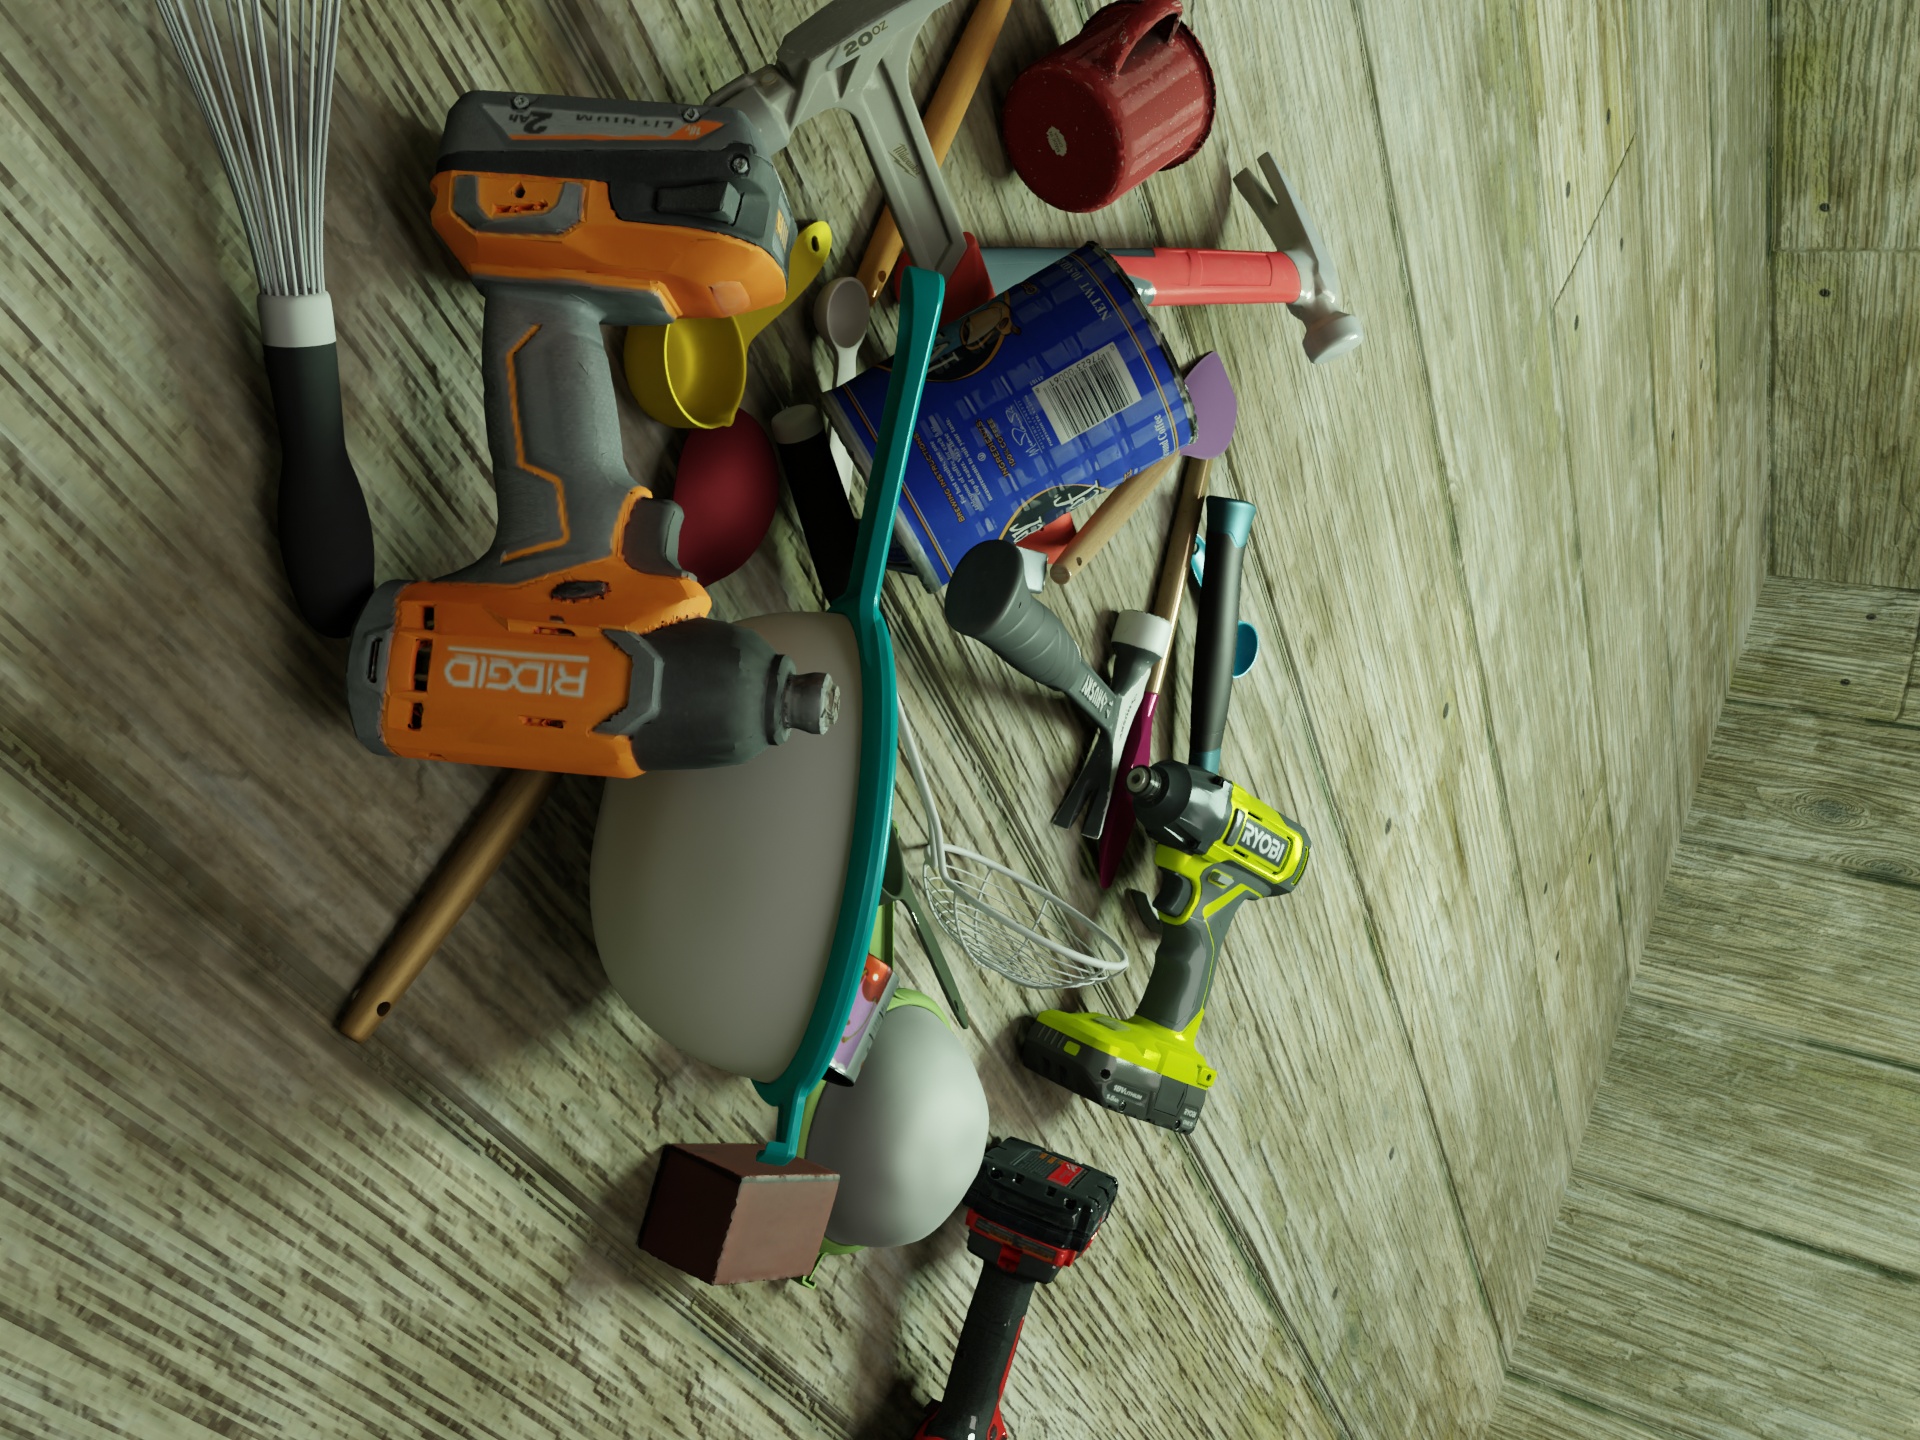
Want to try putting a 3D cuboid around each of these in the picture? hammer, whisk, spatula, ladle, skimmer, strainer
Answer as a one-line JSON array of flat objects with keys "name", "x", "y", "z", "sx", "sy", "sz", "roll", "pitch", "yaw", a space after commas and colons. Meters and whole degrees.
[{"name": "hammer", "x": 0.101, "y": -0.270, "z": 0.921, "sx": 0.386, "sy": 0.038, "sz": 0.143, "roll": -16, "pitch": 80, "yaw": -45}, {"name": "whisk", "x": -0.215, "y": -0.161, "z": 0.505, "sx": 0.070, "sy": 0.070, "sz": 0.284, "roll": -28, "pitch": 126, "yaw": -49}, {"name": "hammer", "x": 0.012, "y": -0.193, "z": 0.764, "sx": 0.149, "sy": 0.037, "sz": 0.358, "roll": -31, "pitch": 147, "yaw": -1}, {"name": "spatula", "x": 0.121, "y": -0.155, "z": 0.977, "sx": 0.316, "sy": 0.018, "sz": 0.059, "roll": -49, "pitch": 119, "yaw": -50}, {"name": "hammer", "x": 0.054, "y": -0.022, "z": 0.844, "sx": 0.408, "sy": 0.036, "sz": 0.149, "roll": 29, "pitch": 78, "yaw": -74}, {"name": "spatula", "x": 0.017, "y": -0.345, "z": 0.797, "sx": 0.080, "sy": 0.041, "sz": 0.323, "roll": 39, "pitch": 68, "yaw": -50}, {"name": "ladle", "x": -0.156, "y": -0.007, "z": 0.656, "sx": 0.315, "sy": 0.031, "sz": 0.069, "roll": -60, "pitch": 145, "yaw": -23}, {"name": "skimmer", "x": -0.001, "y": -0.003, "z": 0.813, "sx": 0.090, "sy": 0.127, "sz": 0.363, "roll": -27, "pitch": 121, "yaw": -15}, {"name": "strainer", "x": -0.025, "y": 0.178, "z": 0.858, "sx": 0.151, "sy": 0.069, "sz": 0.256, "roll": -22, "pitch": 118, "yaw": -51}, {"name": "hammer", "x": 0.173, "y": 0.005, "z": 1.114, "sx": 0.128, "sy": 0.033, "sz": 0.331, "roll": -23, "pitch": 121, "yaw": -51}, {"name": "strainer", "x": -0.085, "y": -0.014, "z": 0.628, "sx": 0.095, "sy": 0.211, "sz": 0.340, "roll": 9, "pitch": 107, "yaw": -16}]

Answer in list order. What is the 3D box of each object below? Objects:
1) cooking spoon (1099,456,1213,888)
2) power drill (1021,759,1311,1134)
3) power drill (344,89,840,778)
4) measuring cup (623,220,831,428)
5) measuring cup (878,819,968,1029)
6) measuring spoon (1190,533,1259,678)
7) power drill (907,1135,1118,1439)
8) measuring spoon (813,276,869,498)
[{"name": "cooking spoon", "x": 0.131, "y": -0.043, "z": 1.068, "sx": 0.068, "sy": 0.017, "sz": 0.319, "roll": 26, "pitch": 77, "yaw": -71}, {"name": "power drill", "x": 0.132, "y": 0.142, "z": 1.039, "sx": 0.171, "sy": 0.080, "sz": 0.223, "roll": 29, "pitch": 81, "yaw": -42}, {"name": "power drill", "x": -0.115, "y": -0.093, "z": 0.556, "sx": 0.084, "sy": 0.164, "sz": 0.226, "roll": 60, "pitch": 36, "yaw": -83}, {"name": "measuring cup", "x": -0.099, "y": -0.181, "z": 0.698, "sx": 0.157, "sy": 0.029, "sz": 0.062, "roll": -61, "pitch": 144, "yaw": -44}, {"name": "measuring cup", "x": -0.042, "y": 0.095, "z": 0.798, "sx": 0.083, "sy": 0.038, "sz": 0.167, "roll": -88, "pitch": 156, "yaw": -64}, {"name": "measuring spoon", "x": 0.178, "y": -0.084, "z": 1.132, "sx": 0.042, "sy": 0.021, "sz": 0.128, "roll": -45, "pitch": 125, "yaw": -22}, {"name": "power drill", "x": 0.021, "y": 0.375, "z": 0.967, "sx": 0.143, "sy": 0.078, "sz": 0.220, "roll": 27, "pitch": 81, "yaw": -75}, {"name": "measuring spoon", "x": -0.063, "y": -0.150, "z": 0.765, "sx": 0.034, "sy": 0.018, "sz": 0.124, "roll": -26, "pitch": 126, "yaw": -54}]
